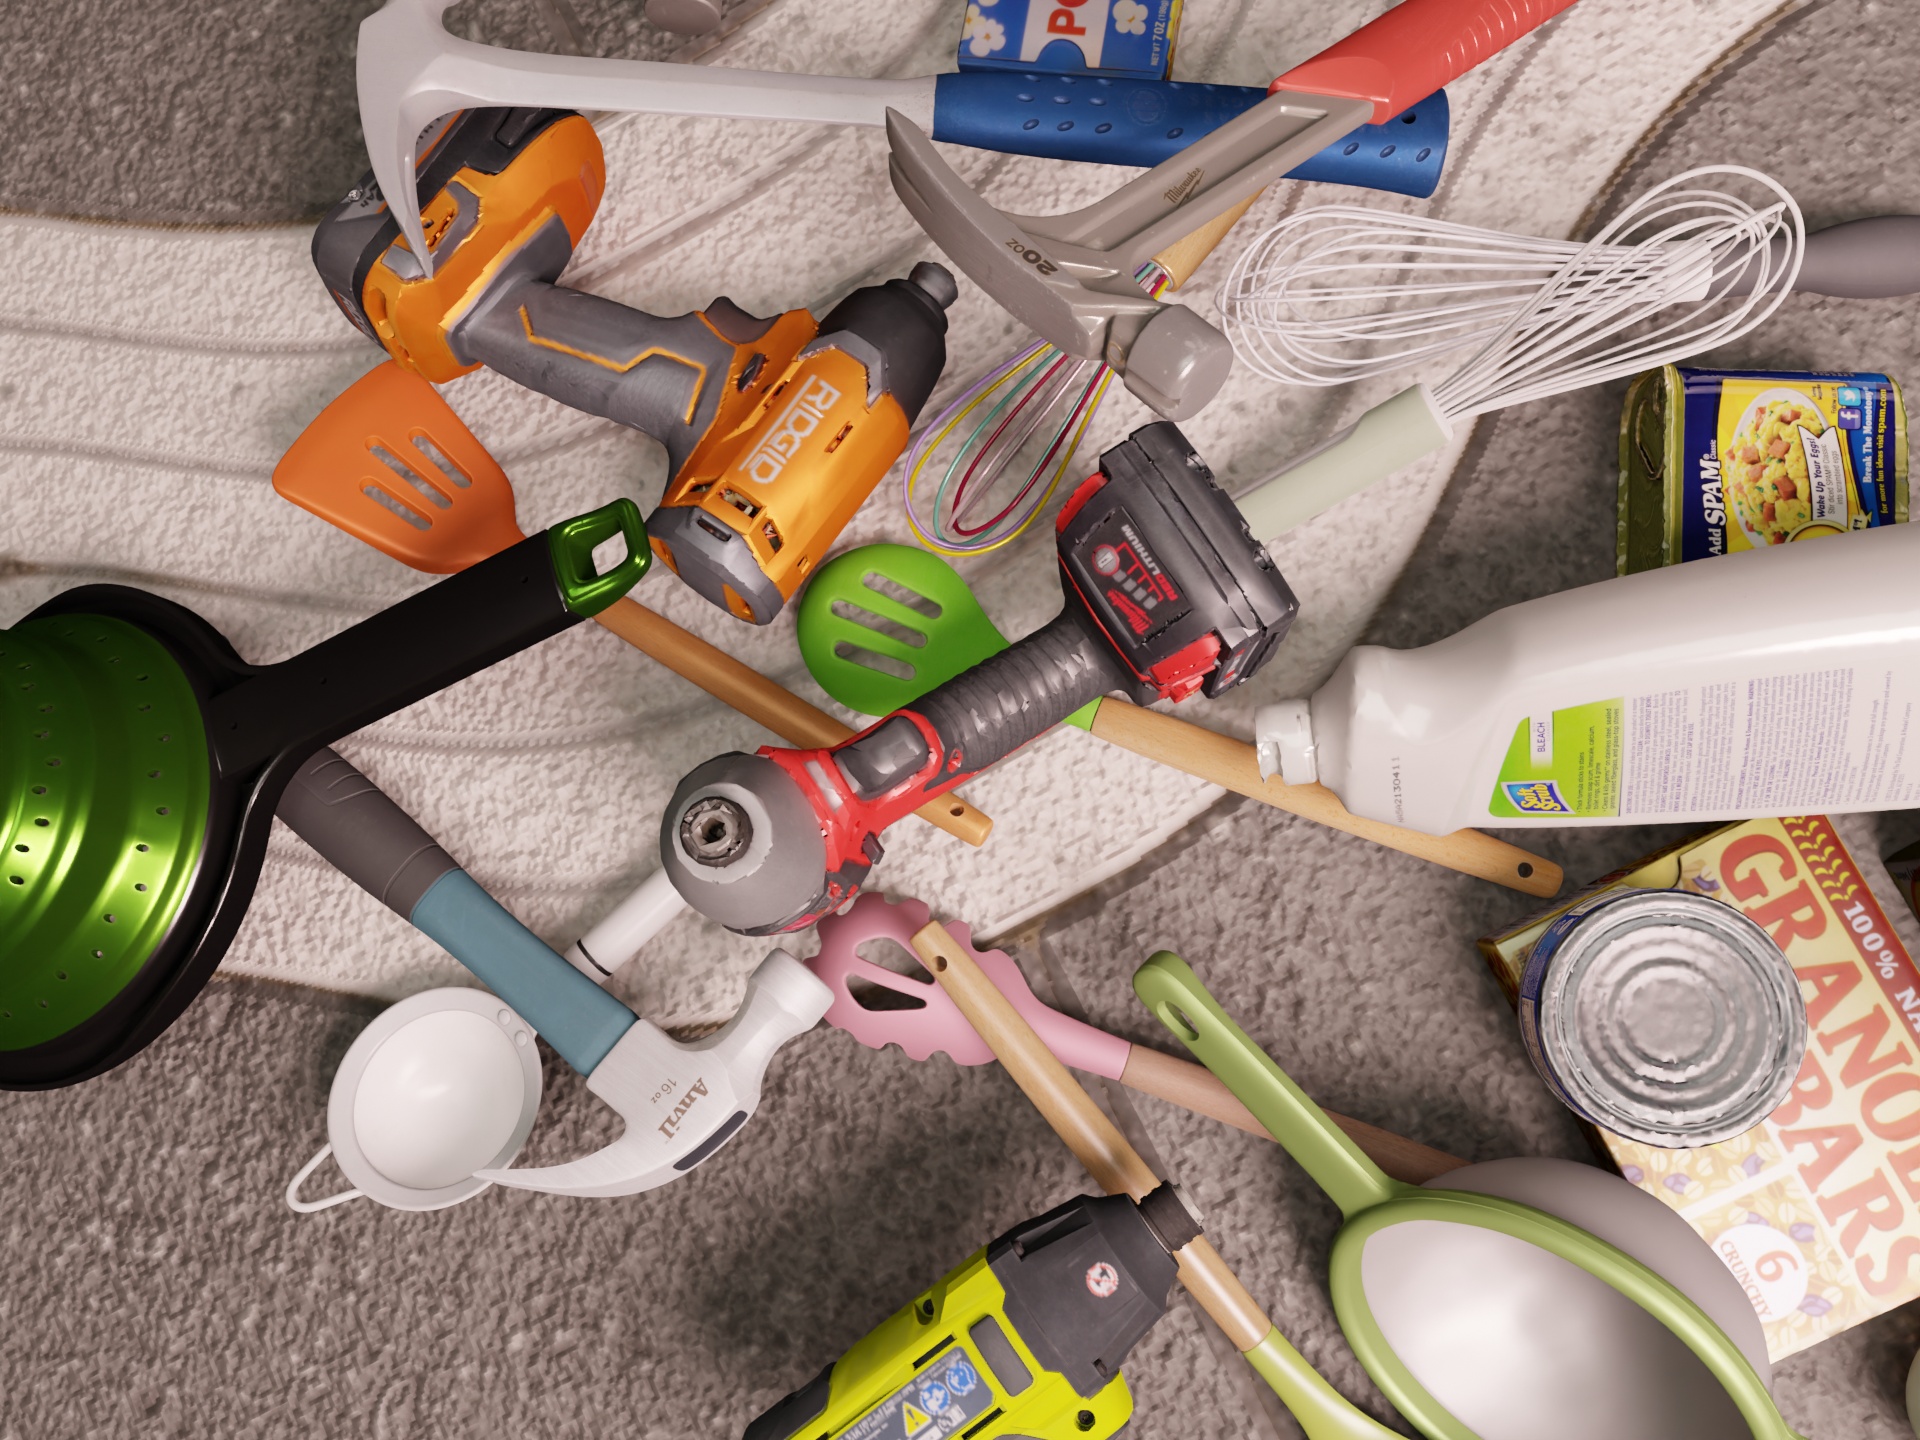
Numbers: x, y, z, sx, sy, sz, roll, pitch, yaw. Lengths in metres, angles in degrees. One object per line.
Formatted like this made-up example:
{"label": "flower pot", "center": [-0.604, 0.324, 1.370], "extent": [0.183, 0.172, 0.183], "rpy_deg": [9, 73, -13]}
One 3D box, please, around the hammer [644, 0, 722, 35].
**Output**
{"label": "hammer", "center": [0.035, -0.348, 0.625], "extent": [0.331, 0.031, 0.130], "rpy_deg": [0, 82, 11]}

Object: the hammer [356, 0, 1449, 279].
{"label": "hammer", "center": [-0.021, -0.226, 0.598], "extent": [0.405, 0.035, 0.144], "rpy_deg": [3, 74, -2]}

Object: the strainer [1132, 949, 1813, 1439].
{"label": "strainer", "center": [0.168, 0.161, 0.539], "extent": [0.256, 0.151, 0.069], "rpy_deg": [45, 53, 10]}

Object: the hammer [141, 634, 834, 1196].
{"label": "hammer", "center": [-0.211, 0.060, 0.619], "extent": [0.331, 0.033, 0.128], "rpy_deg": [34, 76, 21]}

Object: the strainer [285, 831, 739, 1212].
{"label": "strainer", "center": [-0.152, 0.103, 0.628], "extent": [0.258, 0.050, 0.087], "rpy_deg": [-42, 66, -5]}

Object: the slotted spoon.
{"label": "slotted spoon", "center": [0.078, 0.005, 0.615], "extent": [0.314, 0.031, 0.070], "rpy_deg": [21, 88, 9]}

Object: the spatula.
{"label": "spatula", "center": [-0.126, -0.039, 0.640], "extent": [0.323, 0.041, 0.081], "rpy_deg": [30, 65, 11]}

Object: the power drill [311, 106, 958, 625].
{"label": "power drill", "center": [-0.120, -0.162, 0.637], "extent": [0.226, 0.084, 0.164], "rpy_deg": [35, 77, 7]}

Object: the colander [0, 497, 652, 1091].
{"label": "colander", "center": [-0.302, 0.002, 0.587], "extent": [0.397, 0.094, 0.205], "rpy_deg": [-24, 69, 12]}

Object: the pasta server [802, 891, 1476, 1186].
{"label": "pasta server", "center": [0.088, 0.137, 0.597], "extent": [0.316, 0.040, 0.060], "rpy_deg": [19, 85, 6]}

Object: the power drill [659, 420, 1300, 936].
{"label": "power drill", "center": [-0.001, -0.002, 0.541], "extent": [0.219, 0.143, 0.078], "rpy_deg": [-33, 80, 1]}

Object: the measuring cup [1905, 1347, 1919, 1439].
{"label": "measuring cup", "center": [0.352, 0.182, 0.515], "extent": [0.083, 0.038, 0.167], "rpy_deg": [-3, 106, -4]}

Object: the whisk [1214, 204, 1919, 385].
{"label": "whisk", "center": [0.239, -0.168, 0.602], "extent": [0.284, 0.070, 0.070], "rpy_deg": [-4, 82, 3]}

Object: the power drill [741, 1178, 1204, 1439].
{"label": "power drill", "center": [0.057, 0.274, 0.505], "extent": [0.171, 0.080, 0.223], "rpy_deg": [-37, 77, 0]}

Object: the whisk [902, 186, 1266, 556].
{"label": "whisk", "center": [0.067, -0.159, 0.631], "extent": [0.245, 0.051, 0.047], "rpy_deg": [-49, 44, -5]}

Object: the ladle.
{"label": "ladle", "center": [0.084, 0.200, 0.554], "extent": [0.078, 0.062, 0.320], "rpy_deg": [-41, 85, 17]}

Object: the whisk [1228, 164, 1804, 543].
{"label": "whisk", "center": [0.180, -0.117, 0.579], "extent": [0.246, 0.058, 0.059], "rpy_deg": [-29, 97, 23]}

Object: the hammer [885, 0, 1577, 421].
{"label": "hammer", "center": [0.151, -0.242, 0.571], "extent": [0.359, 0.036, 0.149], "rpy_deg": [-36, 67, -19]}
